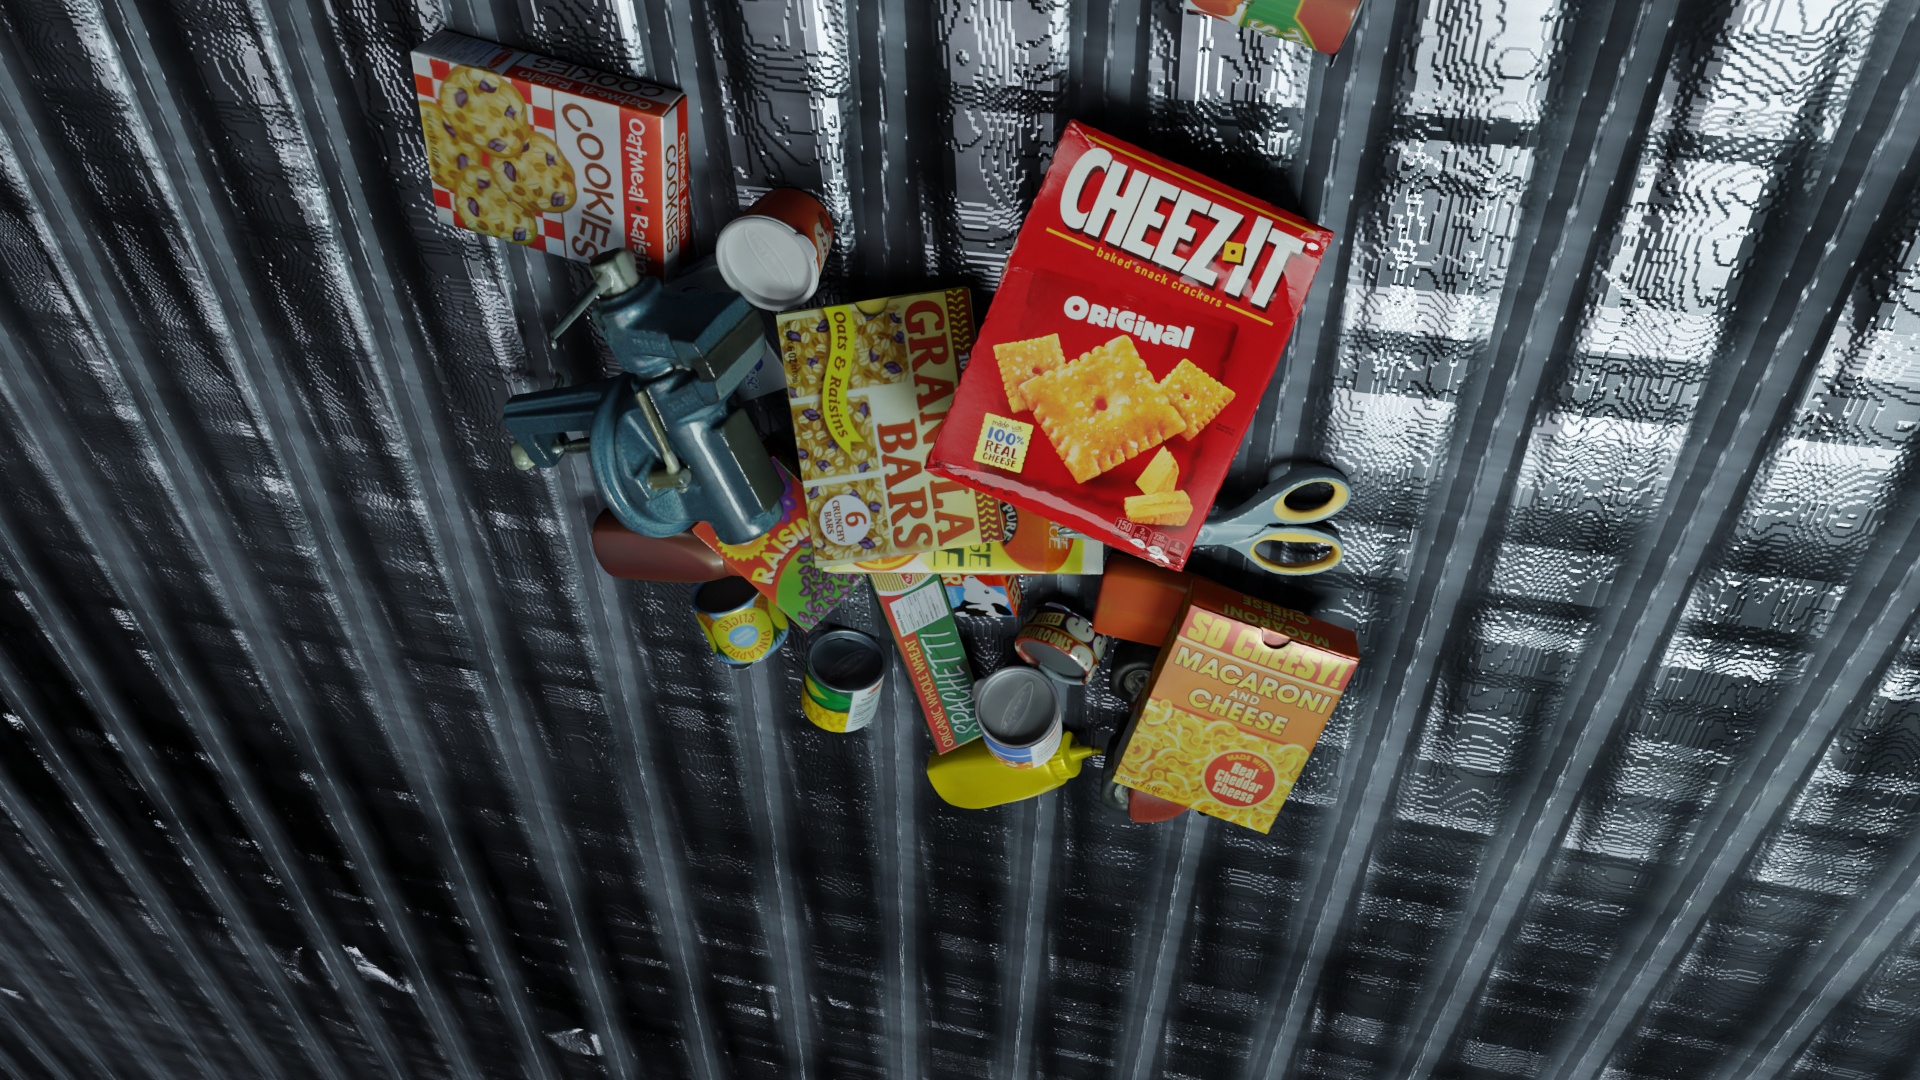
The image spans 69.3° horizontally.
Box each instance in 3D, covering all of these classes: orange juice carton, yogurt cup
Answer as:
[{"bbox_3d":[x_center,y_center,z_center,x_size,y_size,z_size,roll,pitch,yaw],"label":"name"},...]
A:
[{"bbox_3d":[0.003,-0.012,0.958,0.193,0.073,0.072,0,88,-1],"label":"orange juice carton"},{"bbox_3d":[-0.115,-0.189,0.887,0.072,0.054,0.072,10,133,11],"label":"yogurt cup"}]

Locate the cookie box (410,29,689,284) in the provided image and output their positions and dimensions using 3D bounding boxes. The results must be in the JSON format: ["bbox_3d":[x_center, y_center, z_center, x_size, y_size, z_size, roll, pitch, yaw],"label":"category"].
[{"bbox_3d":[-0.259,-0.246,0.896,0.167,0.040,0.122,16,134,6],"label":"cookie box"}]

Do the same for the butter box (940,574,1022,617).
[{"bbox_3d":[0.010,0.015,1.050,0.053,0.024,0.103,-1,131,21],"label":"butter box"}]

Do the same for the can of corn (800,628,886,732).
[{"bbox_3d":[-0.100,0.115,1.153,0.071,0.071,0.058,18,135,3],"label":"can of corn"}]

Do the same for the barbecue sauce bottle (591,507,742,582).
[{"bbox_3d":[-0.216,0.007,1.109,0.148,0.044,0.064,4,140,15],"label":"barbecue sauce bottle"}]

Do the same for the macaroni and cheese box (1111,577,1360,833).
[{"bbox_3d":[0.194,0.121,0.997,0.124,0.040,0.165,19,120,0],"label":"macaroni and cheese box"}]

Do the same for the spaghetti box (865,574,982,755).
[{"bbox_3d":[-0.028,0.077,1.090,0.050,0.029,0.248,-25,133,-9],"label":"spaghetti box"}]

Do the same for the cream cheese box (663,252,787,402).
[{"bbox_3d":[-0.156,-0.148,0.960,0.053,0.024,0.103,-15,125,28],"label":"cream cheese box"}]

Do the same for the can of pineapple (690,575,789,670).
[{"bbox_3d":[-0.179,0.060,1.126,0.071,0.071,0.057,-2,130,21],"label":"can of pineapple"}]

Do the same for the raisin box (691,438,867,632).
[{"bbox_3d":[-0.129,-0.003,1.045,0.086,0.040,0.123,-42,115,8],"label":"raisin box"}]

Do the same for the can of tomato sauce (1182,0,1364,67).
[{"bbox_3d":[0.160,-0.285,0.693,0.083,0.071,0.070,19,134,3],"label":"can of tomato sauce"}]

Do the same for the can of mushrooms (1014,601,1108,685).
[{"bbox_3d":[0.076,0.079,1.064,0.071,0.033,0.070,25,156,12],"label":"can of mushrooms"}]

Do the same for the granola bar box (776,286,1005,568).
[{"bbox_3d":[-0.044,-0.072,0.893,0.124,0.039,0.165,-9,95,-2],"label":"granola bar box"}]

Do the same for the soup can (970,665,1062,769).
[{"bbox_3d":[0.045,0.141,1.105,0.071,0.071,0.083,11,160,9],"label":"soup can"}]

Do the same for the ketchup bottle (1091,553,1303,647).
[{"bbox_3d":[0.173,0.054,1.015,0.149,0.044,0.064,13,130,8],"label":"ketchup bottle"}]

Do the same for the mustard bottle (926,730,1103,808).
[{"bbox_3d":[0.051,0.188,1.178,0.160,0.049,0.065,-14,125,29],"label":"mustard bottle"}]
